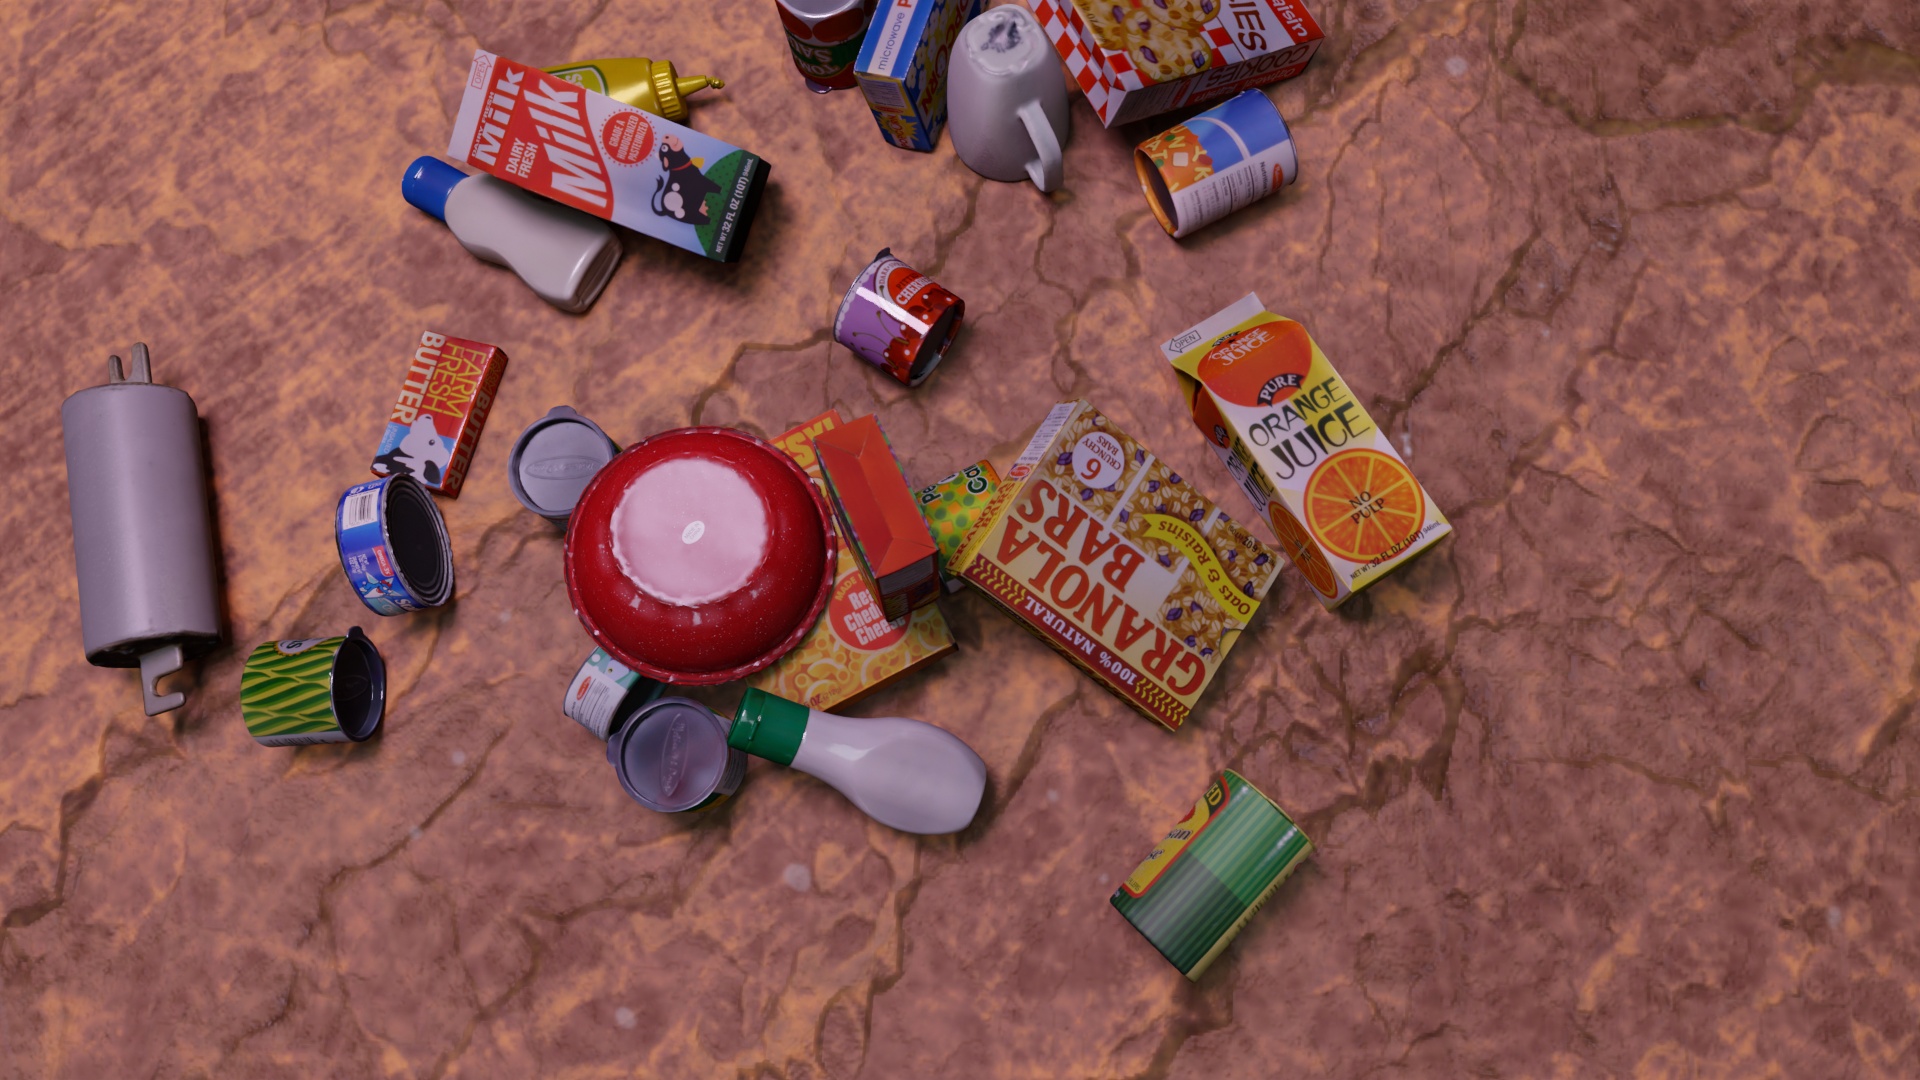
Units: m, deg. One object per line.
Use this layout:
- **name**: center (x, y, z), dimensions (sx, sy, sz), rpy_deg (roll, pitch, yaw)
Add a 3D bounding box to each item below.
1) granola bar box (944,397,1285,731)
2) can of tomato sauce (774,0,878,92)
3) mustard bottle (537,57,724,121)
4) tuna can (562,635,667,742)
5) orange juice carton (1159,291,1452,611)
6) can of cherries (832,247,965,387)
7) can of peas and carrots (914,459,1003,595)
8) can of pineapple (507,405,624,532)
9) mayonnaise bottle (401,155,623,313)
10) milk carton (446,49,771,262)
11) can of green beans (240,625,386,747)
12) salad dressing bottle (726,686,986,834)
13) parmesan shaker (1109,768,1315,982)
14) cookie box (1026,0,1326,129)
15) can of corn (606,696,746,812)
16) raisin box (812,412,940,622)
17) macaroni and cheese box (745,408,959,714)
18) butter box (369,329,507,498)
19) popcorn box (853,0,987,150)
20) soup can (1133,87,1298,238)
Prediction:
- **granola bar box**: center (0.093, 0.015, 0.813), dimensions (0.165, 0.039, 0.124), rpy_deg (37, 81, -15)
- **can of tomato sauce**: center (-0.088, -0.350, 0.922), dimensions (0.071, 0.083, 0.071), rpy_deg (-1, 77, 4)
- **mustard bottle**: center (-0.238, -0.294, 0.937), dimensions (0.160, 0.048, 0.065), rpy_deg (-15, 82, 1)
- **tuna can**: center (-0.204, 0.086, 0.840), dimensions (0.033, 0.071, 0.071), rpy_deg (33, 82, 9)
- **orange juice carton**: center (0.203, -0.059, 0.840), dimensions (0.072, 0.073, 0.193), rpy_deg (-32, 76, -3)
- **can of cherries**: center (-0.037, -0.140, 0.876), dimensions (0.058, 0.071, 0.071), rpy_deg (34, 82, 10)
- **can of peas and carrots**: center (0.003, -0.011, 0.845), dimensions (0.059, 0.071, 0.071), rpy_deg (-26, 77, -3)
- **can of pineapple**: center (-0.241, -0.042, 0.874), dimensions (0.071, 0.057, 0.071), rpy_deg (-1, 77, 3)
- **mayonnaise bottle**: center (-0.302, -0.210, 0.927), dimensions (0.148, 0.041, 0.065), rpy_deg (29, 80, 11)
- **milk carton**: center (-0.224, -0.243, 0.881), dimensions (0.191, 0.073, 0.072), rpy_deg (19, 100, -6)
- **can of green beans**: center (-0.395, 0.092, 0.849), dimensions (0.058, 0.071, 0.071), rpy_deg (-4, 77, 4)
- **salad dressing bottle**: center (-0.060, 0.125, 0.806), dimensions (0.148, 0.044, 0.064), rpy_deg (21, 96, -11)
- **parmesan shaker**: center (0.142, 0.189, 0.787), dimensions (0.071, 0.071, 0.103), rpy_deg (43, 83, 12)
- **cookie box**: center (0.136, -0.343, 0.897), dimensions (0.168, 0.040, 0.123), rpy_deg (-23, 76, -25)
- **can of corn**: center (-0.168, 0.129, 0.829), dimensions (0.071, 0.058, 0.071), rpy_deg (-1, 77, 4)
- **raisin box**: center (-0.045, -0.009, 0.778), dimensions (0.040, 0.123, 0.086), rpy_deg (-25, 77, -6)
- **macaroni and cheese box**: center (-0.093, 0.021, 0.859), dimensions (0.124, 0.040, 0.166), rpy_deg (-27, 77, -3)
- **butter box**: center (-0.340, -0.083, 0.908), dimensions (0.053, 0.024, 0.103), rpy_deg (15, 78, 8)
- **popcorn box**: center (-0.024, -0.334, 0.912), dimensions (0.038, 0.085, 0.127), rpy_deg (16, 79, 16)
- **soup can**: center (0.161, -0.243, 0.890), dimensions (0.084, 0.071, 0.071), rpy_deg (-26, 77, -2)
